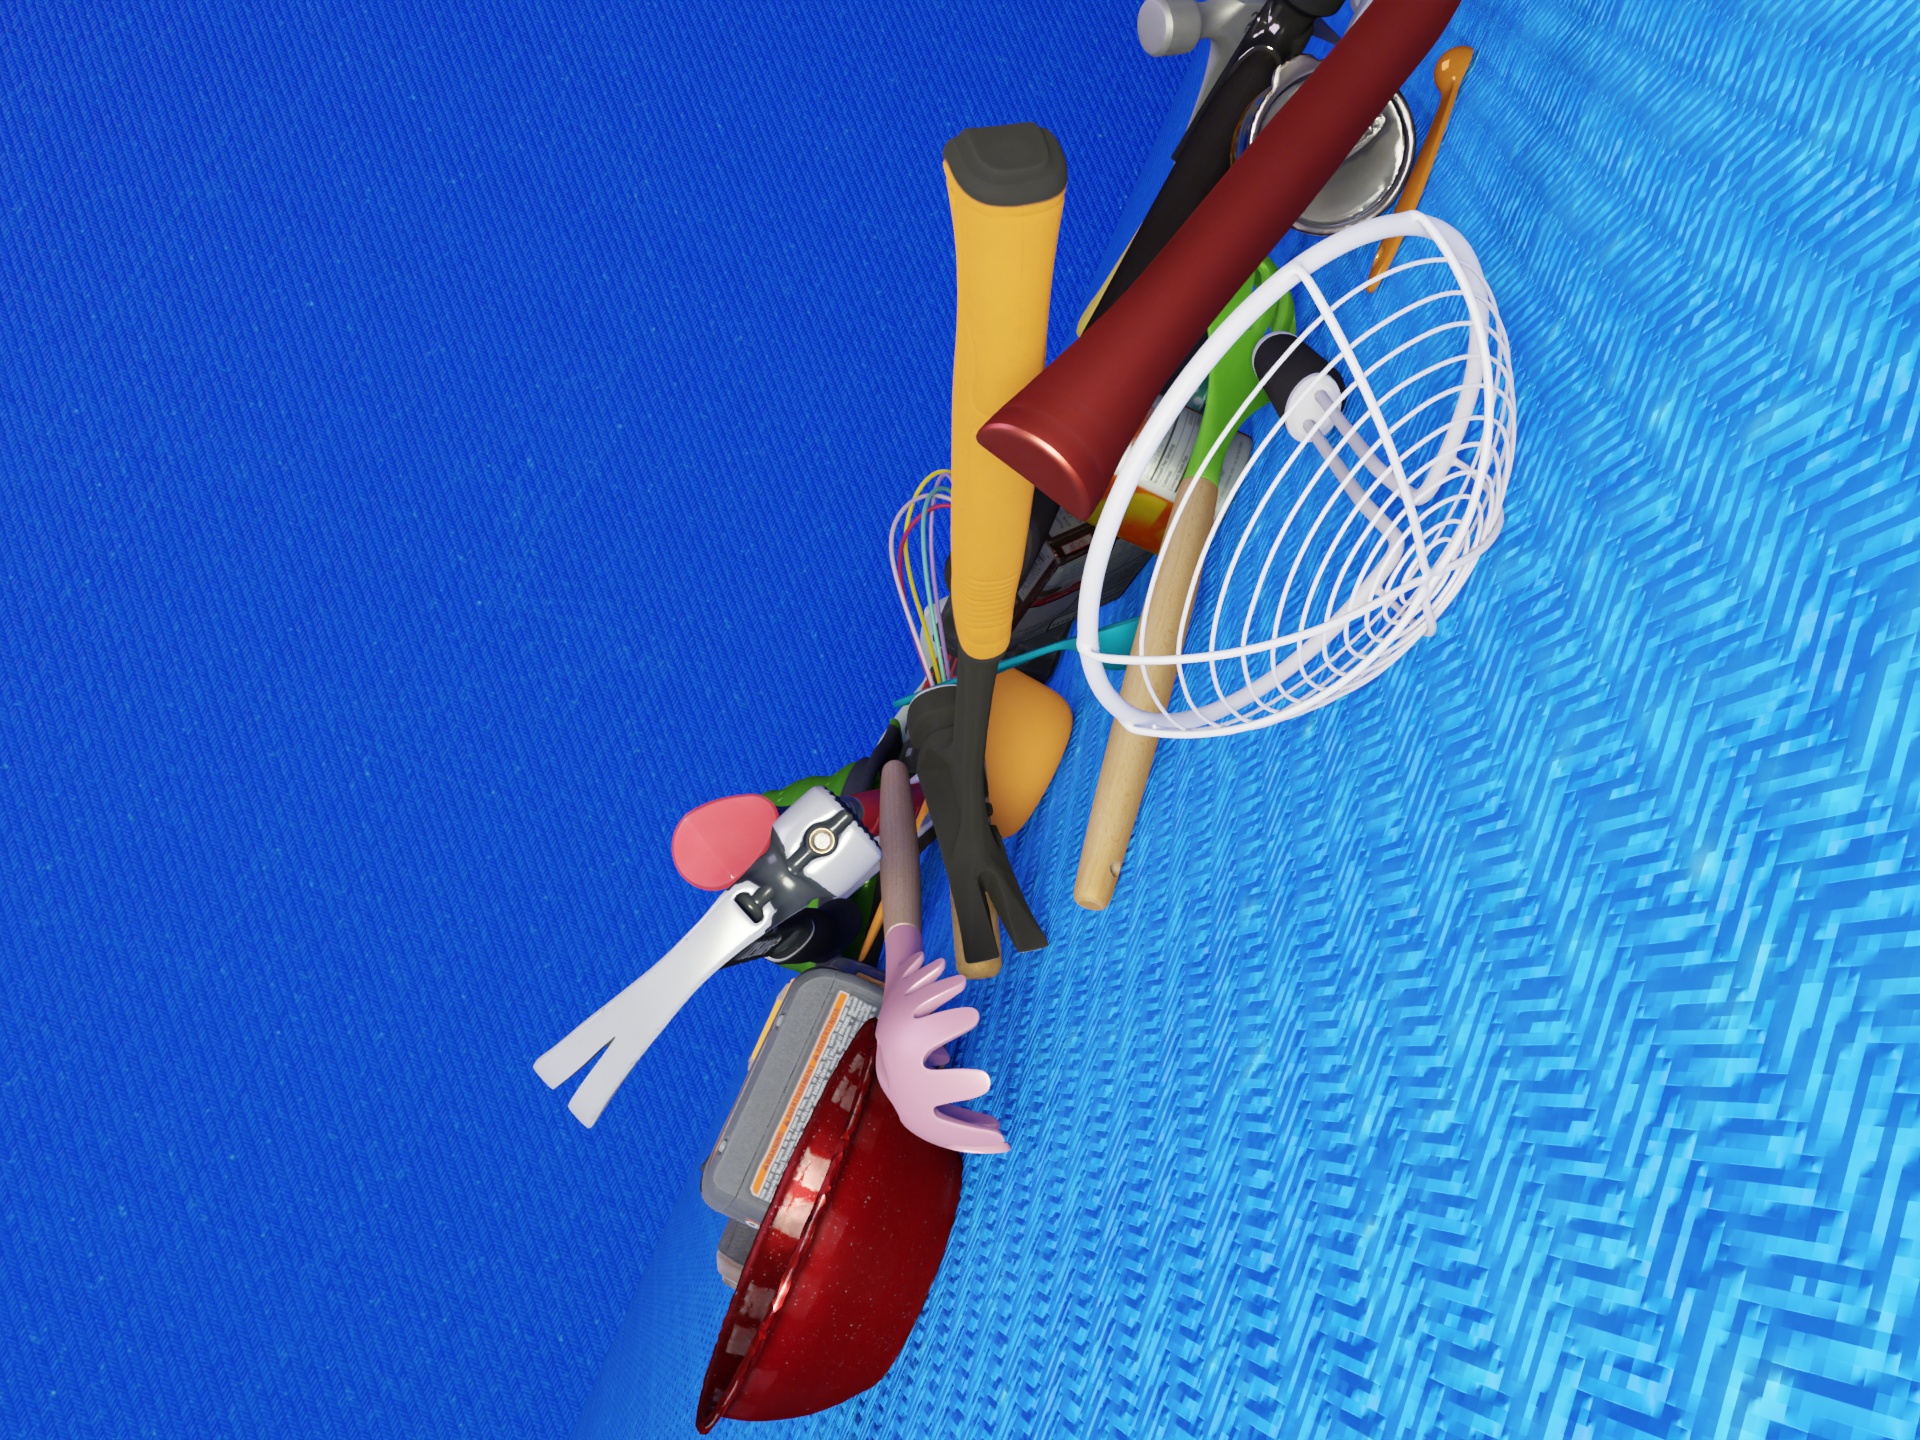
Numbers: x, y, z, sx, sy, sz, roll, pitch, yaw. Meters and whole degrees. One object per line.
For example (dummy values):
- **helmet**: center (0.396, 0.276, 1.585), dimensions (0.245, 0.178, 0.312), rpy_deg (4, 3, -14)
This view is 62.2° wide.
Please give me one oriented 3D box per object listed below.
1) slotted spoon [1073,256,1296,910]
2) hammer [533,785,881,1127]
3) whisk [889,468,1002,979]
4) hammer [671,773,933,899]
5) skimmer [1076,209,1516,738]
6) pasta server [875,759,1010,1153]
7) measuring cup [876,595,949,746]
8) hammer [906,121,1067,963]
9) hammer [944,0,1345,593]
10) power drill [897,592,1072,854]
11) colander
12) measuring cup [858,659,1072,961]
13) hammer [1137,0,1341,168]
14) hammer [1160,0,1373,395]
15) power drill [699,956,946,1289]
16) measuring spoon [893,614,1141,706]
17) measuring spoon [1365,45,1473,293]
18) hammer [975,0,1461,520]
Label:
- **slotted spoon**: center (0.091, -0.070, 0.630), dimensions (0.031, 0.070, 0.314), rpy_deg (-5, 58, 41)
- **hammer**: center (-0.088, 0.107, 0.750), dimensions (0.149, 0.036, 0.409), rpy_deg (-43, -6, -4)
- **whisk**: center (-0.002, -0.002, 0.747), dimensions (0.051, 0.047, 0.245), rpy_deg (30, -127, -66)
- **hammer**: center (-0.076, 0.064, 0.856), dimensions (0.143, 0.038, 0.386), rpy_deg (-40, -8, 10)
- **skimmer**: center (0.087, -0.096, 0.474), dimensions (0.363, 0.090, 0.127), rpy_deg (-77, 13, -68)
- **pasta server**: center (-0.017, 0.077, 0.662), dimensions (0.316, 0.040, 0.060), rpy_deg (-100, -2, -70)
- **measuring cup**: center (-0.014, -0.030, 1.241), dimensions (0.168, 0.083, 0.038), rpy_deg (-55, 16, -18)
- **hammer**: center (0.009, -0.046, 0.545), dimensions (0.336, 0.034, 0.127), rpy_deg (93, 164, -54)
- **hammer**: center (0.083, -0.204, 0.752), dimensions (0.411, 0.038, 0.146), rpy_deg (-62, 5, -32)
- **power drill**: center (0.006, -0.020, 1.095), dimensions (0.226, 0.080, 0.188), rpy_deg (117, 176, -59)
- **colander**: center (-0.123, 0.176, 1.107), dimensions (0.204, 0.094, 0.397), rpy_deg (88, -167, -54)
- **measuring cup**: center (0.004, 0.056, 0.830), dimensions (0.095, 0.052, 0.173), rpy_deg (-161, 96, -87)
- **hammer**: center (0.135, -0.310, 1.094), dimensions (0.035, 0.144, 0.405), rpy_deg (60, 152, 28)
- **hammer**: center (0.142, -0.243, 0.825), dimensions (0.331, 0.033, 0.128), rpy_deg (-58, 7, 16)
- **power drill**: center (-0.076, 0.210, 0.796), dimensions (0.226, 0.084, 0.185), rpy_deg (115, 179, -79)
- **measuring spoon**: center (0.032, -0.020, 0.706), dimensions (0.128, 0.021, 0.042), rpy_deg (-18, 3, 13)
- **measuring spoon**: center (0.173, -0.213, 0.610), dimensions (0.021, 0.011, 0.117), rpy_deg (131, 163, -73)
- **hammer**: center (0.124, -0.197, 0.465), dimensions (0.359, 0.037, 0.149), rpy_deg (-52, -2, -21)
